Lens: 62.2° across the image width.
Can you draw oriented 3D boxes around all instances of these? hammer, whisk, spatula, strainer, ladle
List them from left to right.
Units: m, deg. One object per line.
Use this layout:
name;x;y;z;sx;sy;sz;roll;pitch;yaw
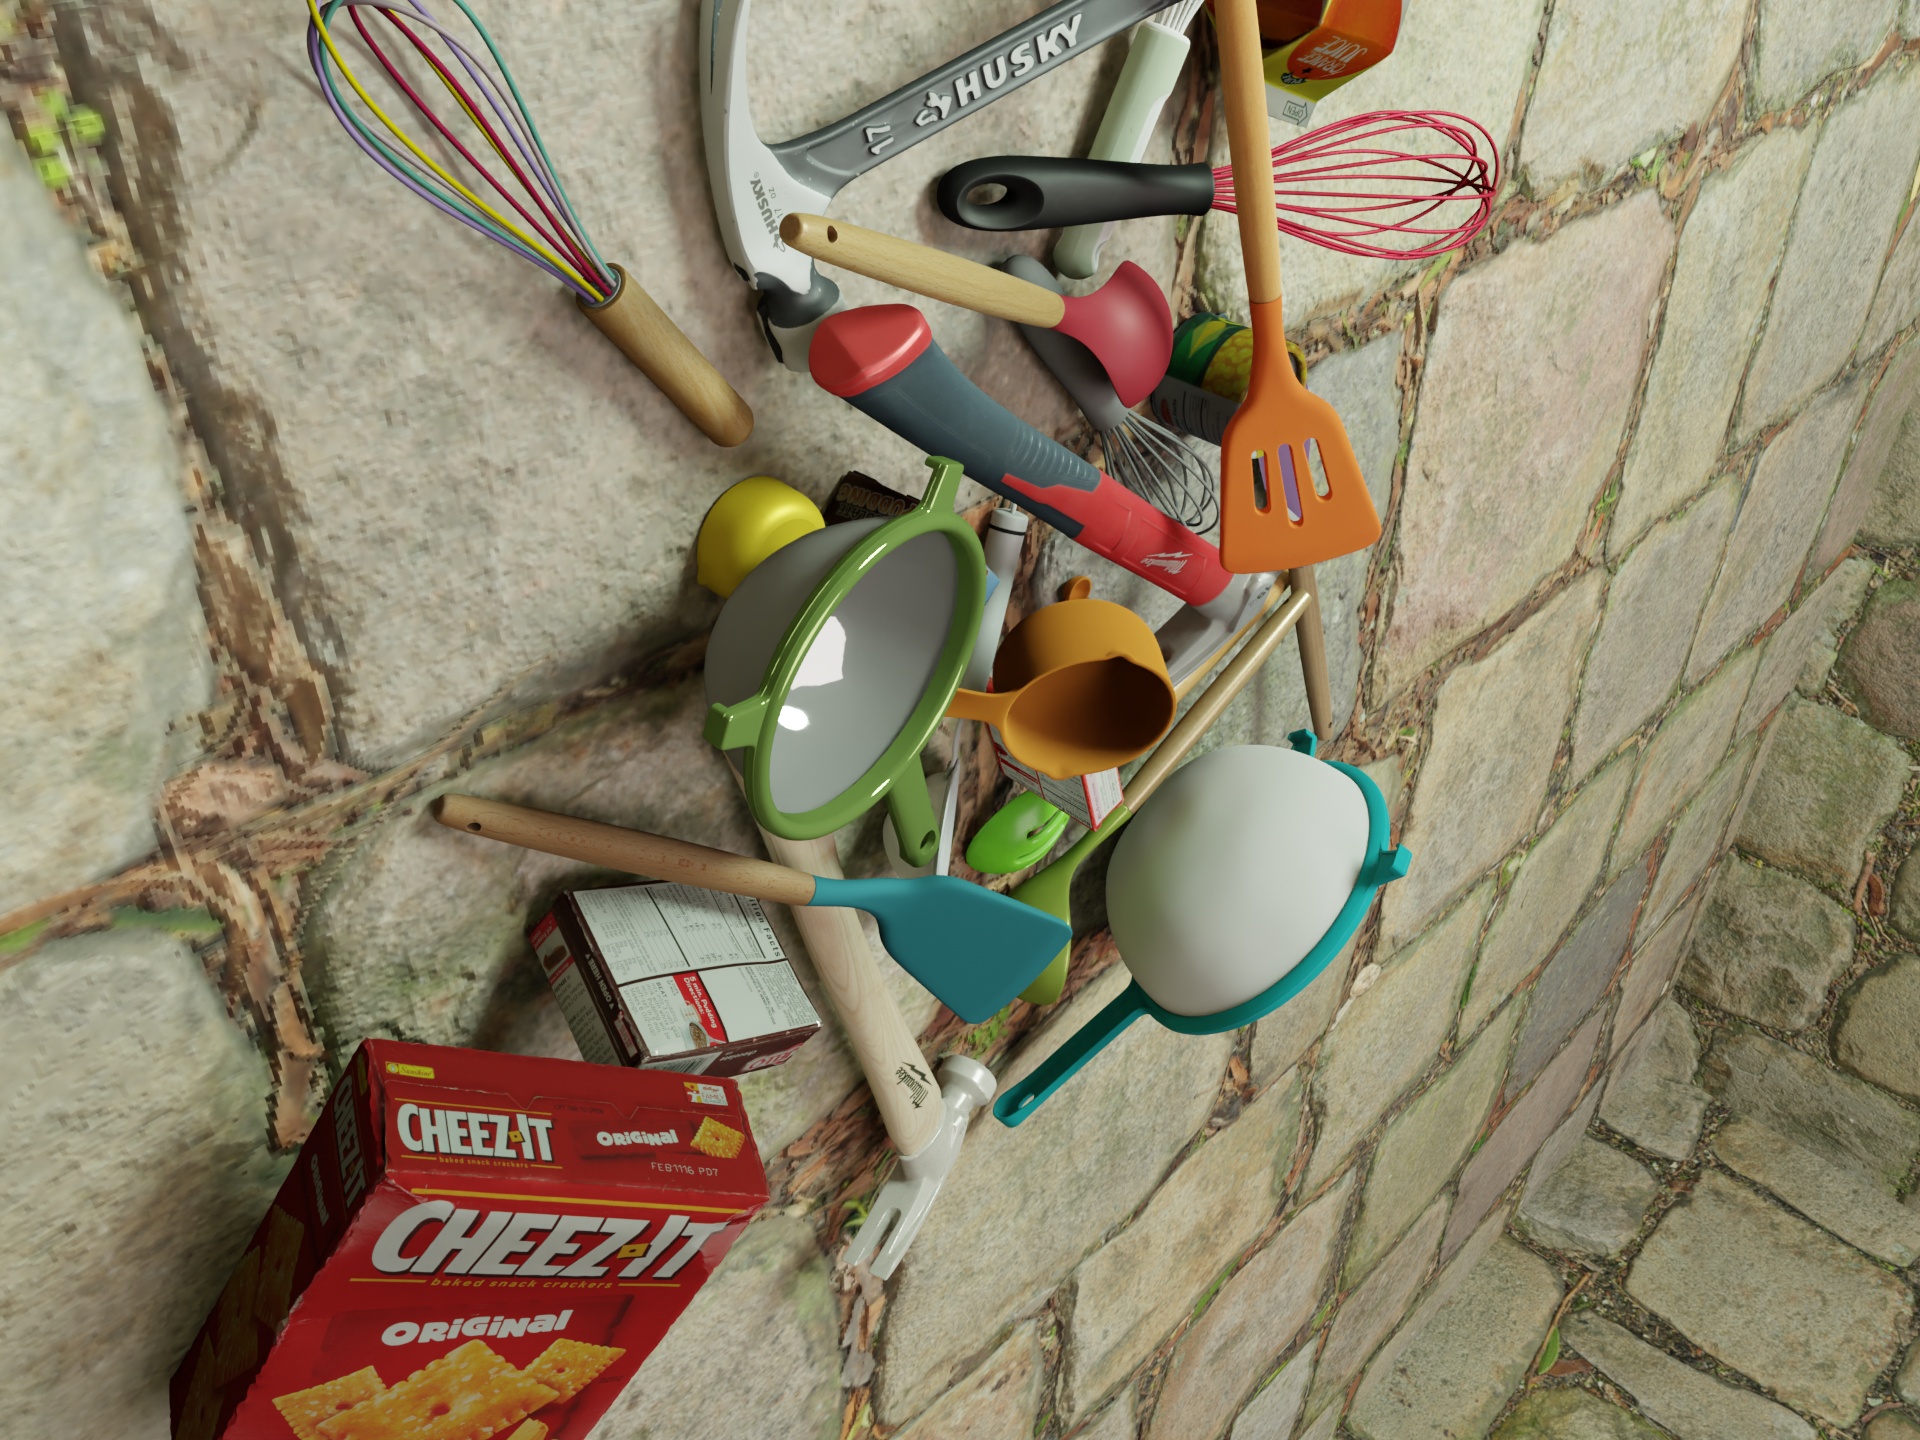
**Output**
whisk;-0.135;-0.164;0.545;0.051;0.047;0.244;-45;150;0
spatula;-0.087;0.079;0.721;0.317;0.044;0.082;18;125;-40
strainer;-0.052;-0.005;0.708;0.151;0.069;0.256;-52;158;-19
hammer;-0.061;0.149;0.857;0.146;0.038;0.410;-57;148;-34
strainer;-0.001;-0.003;0.839;0.087;0.050;0.258;-69;173;-77
ladle;0.024;-0.175;0.660;0.315;0.031;0.069;-9;100;-59
hammer;0.047;-0.095;0.767;0.143;0.038;0.386;-44;149;18
whisk;0.078;-0.159;0.818;0.055;0.055;0.238;-55;143;-6
strainer;0.120;0.133;1.040;0.095;0.211;0.340;41;103;-21
hammer;0.074;-0.301;0.640;0.409;0.036;0.149;-34;138;-13
ladle;0.128;0.043;1.003;0.062;0.078;0.320;44;79;-12
whisk;0.097;-0.319;0.721;0.058;0.059;0.246;-48;161;-70
whisk;0.128;-0.244;0.732;0.295;0.073;0.073;-8;125;-20
spatula;0.135;-0.206;0.704;0.081;0.041;0.322;-11;132;7
spatula;0.225;-0.104;1.047;0.060;0.018;0.315;-43;136;-27

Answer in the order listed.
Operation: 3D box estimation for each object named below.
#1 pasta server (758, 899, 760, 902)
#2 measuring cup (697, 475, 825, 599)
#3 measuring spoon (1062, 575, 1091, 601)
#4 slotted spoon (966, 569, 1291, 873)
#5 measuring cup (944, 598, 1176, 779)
pasta server;-0.188;0.217;0.767;0.060;0.040;0.316;39;81;-36
measuring cup;-0.071;-0.043;0.723;0.062;0.029;0.156;-45;141;-21
measuring spoon;0.056;-0.033;0.919;0.021;0.011;0.116;-23;136;-42
slotted spoon;0.118;-0.006;1.002;0.314;0.031;0.070;-42;153;-26
measuring cup;0.019;-0.024;0.780;0.173;0.052;0.095;7;137;-16
